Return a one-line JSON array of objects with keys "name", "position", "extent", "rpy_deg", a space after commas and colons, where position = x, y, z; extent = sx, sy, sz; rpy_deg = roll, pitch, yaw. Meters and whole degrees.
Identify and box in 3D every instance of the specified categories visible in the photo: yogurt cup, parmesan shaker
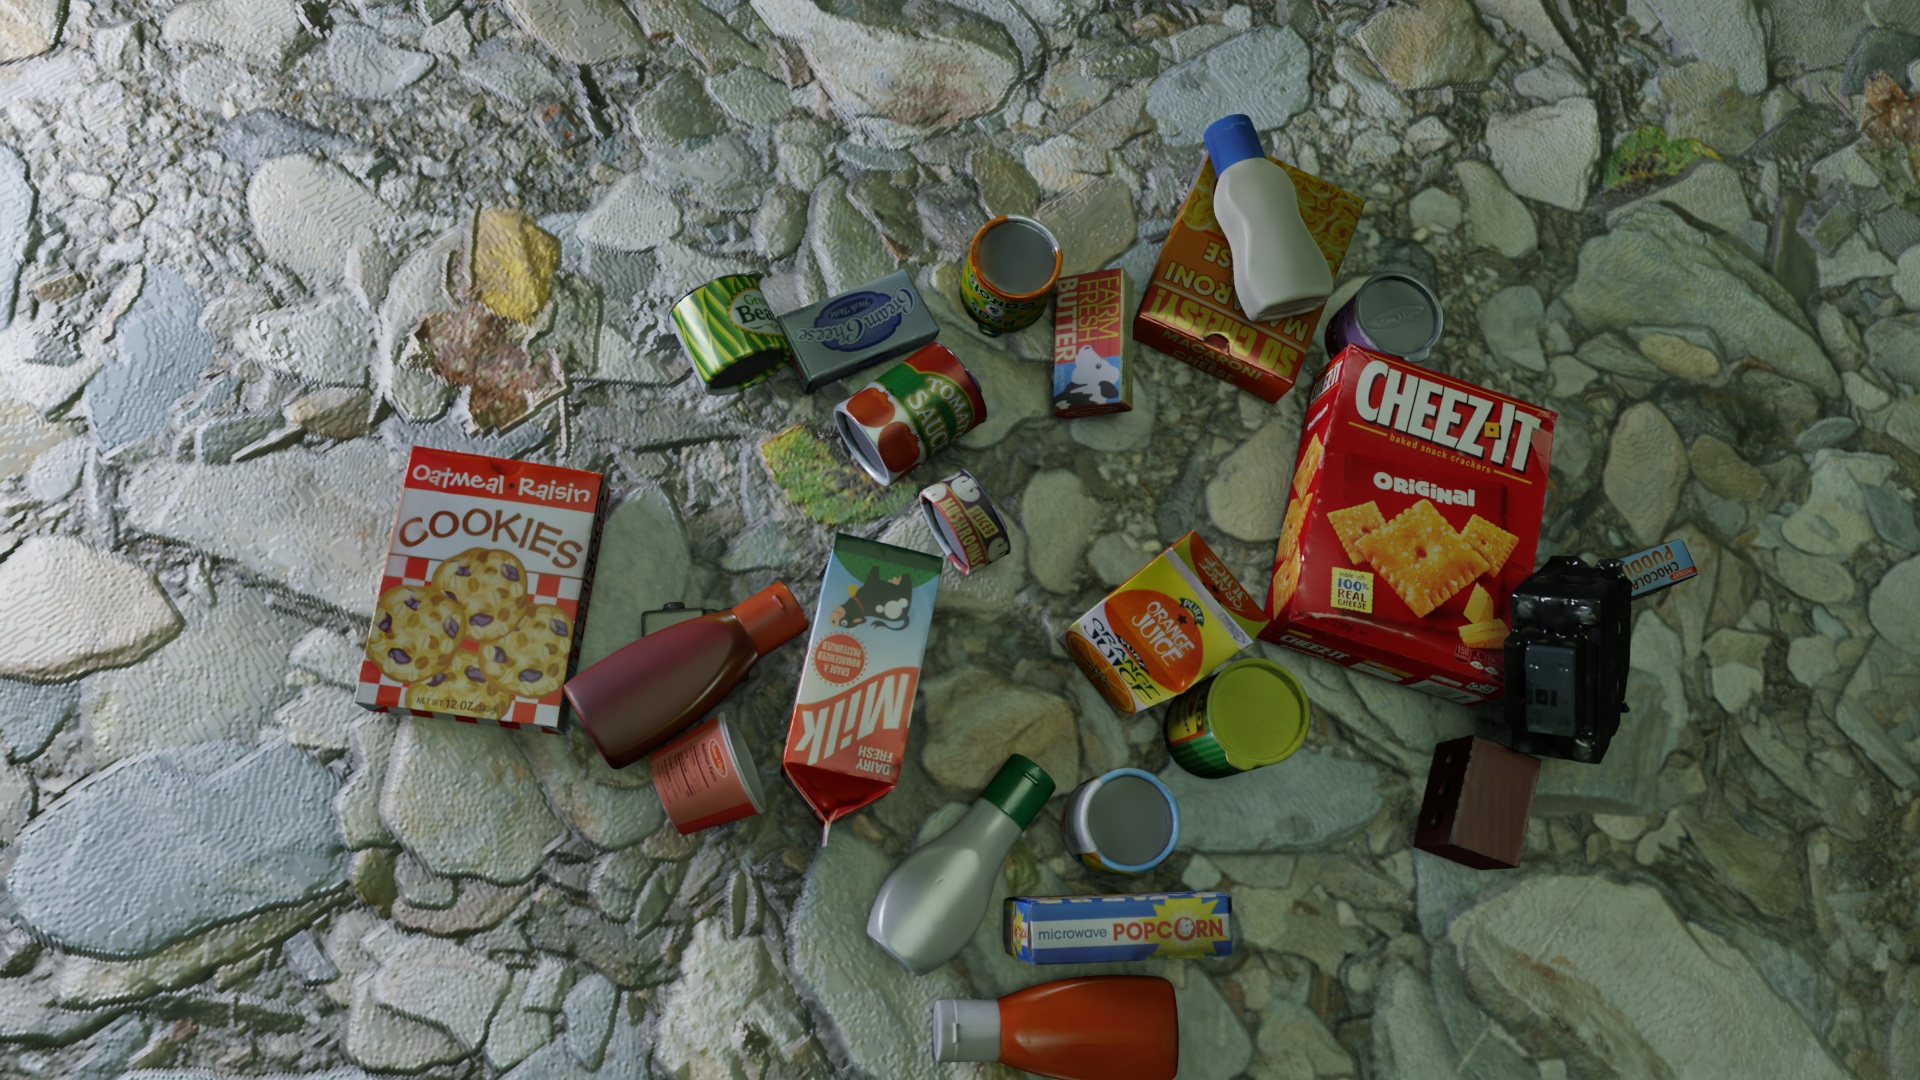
[{"name": "yogurt cup", "position": [-0.158, 0.147, 0.862], "extent": [0.054, 0.072, 0.072], "rpy_deg": [-23, 79, -5]}, {"name": "parmesan shaker", "position": [0.174, 0.120, 0.897], "extent": [0.071, 0.102, 0.071], "rpy_deg": [2, 75, -8]}]

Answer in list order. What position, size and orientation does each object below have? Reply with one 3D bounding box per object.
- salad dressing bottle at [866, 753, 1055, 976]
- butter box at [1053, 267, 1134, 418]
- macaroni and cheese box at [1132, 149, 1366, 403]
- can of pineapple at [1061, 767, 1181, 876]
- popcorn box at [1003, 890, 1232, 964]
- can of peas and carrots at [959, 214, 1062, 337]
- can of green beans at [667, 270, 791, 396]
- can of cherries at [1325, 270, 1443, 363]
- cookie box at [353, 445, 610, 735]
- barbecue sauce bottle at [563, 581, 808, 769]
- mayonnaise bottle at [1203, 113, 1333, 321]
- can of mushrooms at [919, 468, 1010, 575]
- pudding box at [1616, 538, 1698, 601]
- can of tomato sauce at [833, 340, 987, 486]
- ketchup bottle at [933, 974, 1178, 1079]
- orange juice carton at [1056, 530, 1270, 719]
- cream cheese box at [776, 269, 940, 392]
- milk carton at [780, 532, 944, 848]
[{"name": "salad dressing bottle", "position": [0.003, 0.203, 0.881], "extent": [0.064, 0.044, 0.148], "rpy_deg": [39, 72, 5]}, {"name": "butter box", "position": [0.095, -0.139, 0.985], "extent": [0.053, 0.024, 0.104], "rpy_deg": [-5, 73, 26]}, {"name": "macaroni and cheese box", "position": [0.211, -0.202, 1.023], "extent": [0.124, 0.040, 0.167], "rpy_deg": [24, 73, 0]}, {"name": "can of pineapple", "position": [0.105, 0.182, 0.893], "extent": [0.071, 0.057, 0.071], "rpy_deg": [2, 75, -8]}, {"name": "popcorn box", "position": [0.095, 0.239, 0.862], "extent": [0.127, 0.085, 0.038], "rpy_deg": [0, 77, -9]}, {"name": "can of peas and carrots", "position": [0.034, -0.187, 0.983], "extent": [0.071, 0.058, 0.071], "rpy_deg": [2, 75, -7]}, {"name": "can of green beans", "position": [-0.155, -0.138, 0.938], "extent": [0.071, 0.071, 0.058], "rpy_deg": [-25, 81, -14]}, {"name": "can of cherries", "position": [0.308, -0.152, 1.014], "extent": [0.071, 0.058, 0.071], "rpy_deg": [2, 75, -9]}, {"name": "cookie box", "position": [-0.300, 0.031, 0.884], "extent": [0.123, 0.040, 0.168], "rpy_deg": [8, 74, -6]}, {"name": "barbecue sauce bottle", "position": [-0.167, 0.078, 0.865], "extent": [0.149, 0.043, 0.065], "rpy_deg": [-32, 70, -16]}, {"name": "mayonnaise bottle", "position": [0.213, -0.231, 0.989], "extent": [0.065, 0.041, 0.148], "rpy_deg": [-12, 75, -12]}, {"name": "can of mushrooms", "position": [0.003, -0.012, 0.925], "extent": [0.033, 0.071, 0.071], "rpy_deg": [-29, 81, -12]}, {"name": "pudding box", "position": [0.473, 0.029, 0.993], "extent": [0.084, 0.049, 0.030], "rpy_deg": [-16, 76, -13]}, {"name": "can of tomato sauce", "position": [-0.033, -0.085, 0.940], "extent": [0.083, 0.071, 0.071], "rpy_deg": [-36, 83, -15]}, {"name": "ketchup bottle", "position": [0.059, 0.303, 0.861], "extent": [0.149, 0.043, 0.065], "rpy_deg": [2, 74, -8]}, {"name": "orange juice carton", "position": [0.126, 0.052, 0.862], "extent": [0.073, 0.192, 0.072], "rpy_deg": [-37, 84, -14]}, {"name": "cream cheese box", "position": [-0.072, -0.147, 0.970], "extent": [0.104, 0.024, 0.053], "rpy_deg": [-24, 79, -20]}, {"name": "milk carton", "position": [-0.067, 0.100, 0.883], "extent": [0.073, 0.072, 0.191], "rpy_deg": [13, 74, -5]}]
